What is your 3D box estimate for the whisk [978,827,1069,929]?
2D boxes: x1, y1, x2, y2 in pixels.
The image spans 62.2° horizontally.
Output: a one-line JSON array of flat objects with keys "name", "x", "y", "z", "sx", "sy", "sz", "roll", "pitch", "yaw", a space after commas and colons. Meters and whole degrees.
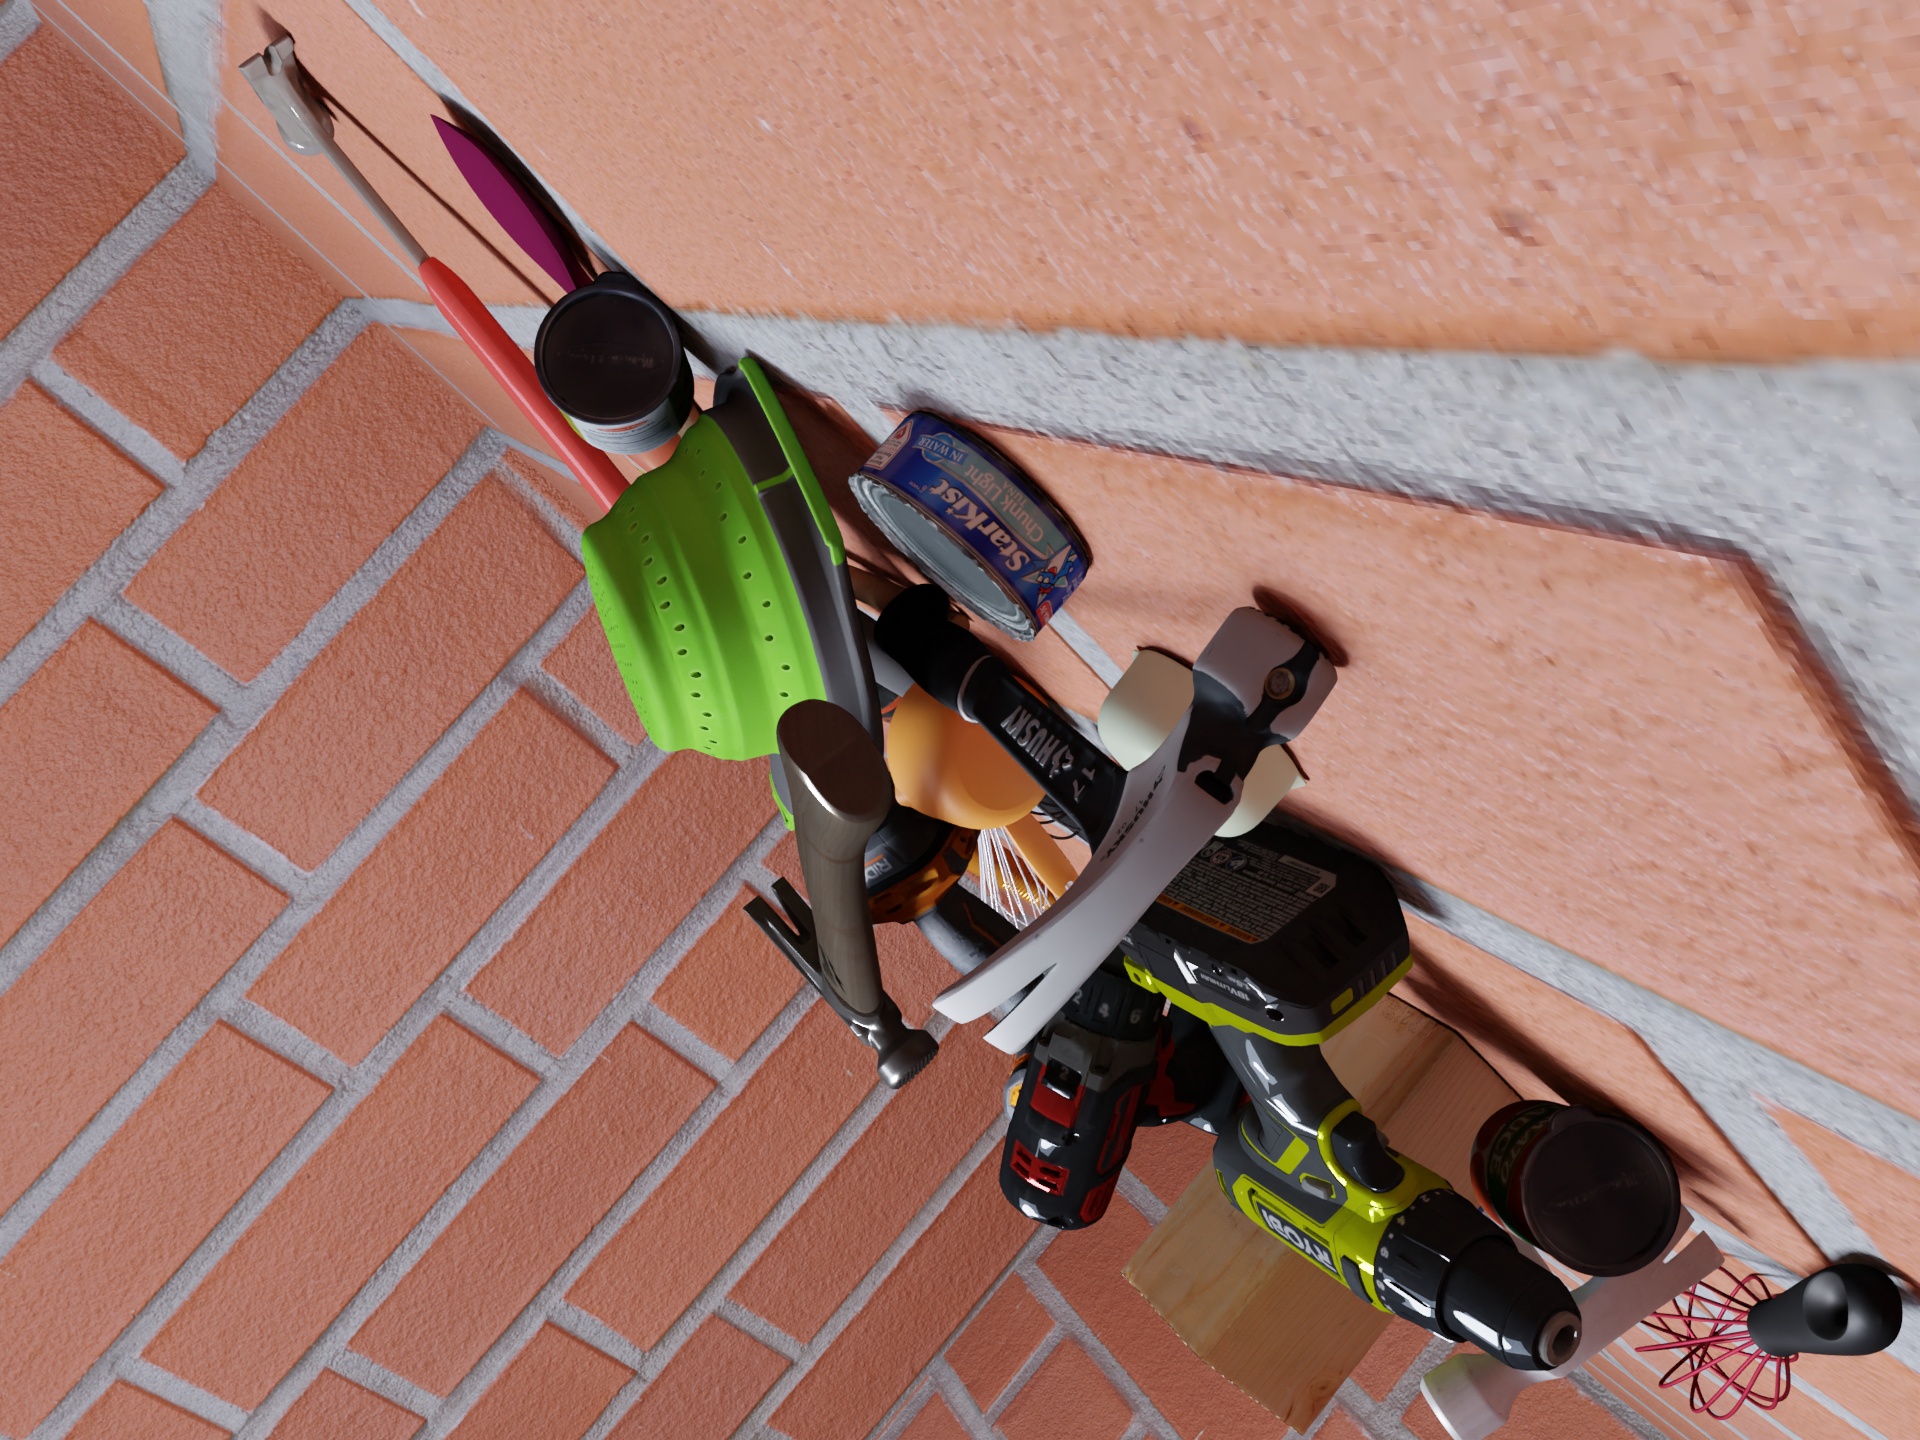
[{"name": "whisk", "x": 0.022, "y": 0.062, "z": 1.034, "sx": 0.070, "sy": 0.070, "sz": 0.284, "roll": 34, "pitch": 153, "yaw": 47}]

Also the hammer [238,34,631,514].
[{"name": "hammer", "x": -0.283, "y": -0.230, "z": 0.943, "sx": 0.359, "sy": 0.037, "sz": 0.149, "roll": 52, "pitch": 172, "yaw": -15}]

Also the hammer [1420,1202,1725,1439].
[{"name": "hammer", "x": 0.304, "y": 0.280, "z": 0.886, "sx": 0.035, "sy": 0.144, "sz": 0.405, "roll": 54, "pitch": -174, "yaw": 9}]

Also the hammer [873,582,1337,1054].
[{"name": "hammer", "x": 0.011, "y": -0.004, "z": 0.630, "sx": 0.036, "sy": 0.149, "sz": 0.409, "roll": 35, "pitch": -177, "yaw": -17}]

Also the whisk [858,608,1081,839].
[{"name": "whisk", "x": -0.002, "y": -0.002, "z": 0.904, "sx": 0.238, "sy": 0.055, "sz": 0.055, "roll": 37, "pitch": 177, "yaw": -30}]

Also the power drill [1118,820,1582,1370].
[{"name": "power drill", "x": 0.162, "y": 0.163, "z": 0.683, "sx": 0.191, "sy": 0.080, "sz": 0.228, "roll": 20, "pitch": 140, "yaw": 59}]

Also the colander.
[{"name": "colander", "x": -0.123, "y": -0.016, "z": 0.815, "sx": 0.396, "sy": 0.094, "sz": 0.205, "roll": 101, "pitch": 146, "yaw": -64}]

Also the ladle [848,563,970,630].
[{"name": "ladle", "x": -0.087, "y": -0.079, "z": 0.952, "sx": 0.078, "sy": 0.062, "sz": 0.320, "roll": 29, "pitch": 179, "yaw": -35}]

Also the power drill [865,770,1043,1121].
[{"name": "power drill", "x": 0.027, "y": 0.126, "z": 0.967, "sx": 0.226, "sy": 0.084, "sz": 0.164, "roll": 52, "pitch": -148, "yaw": -12}]

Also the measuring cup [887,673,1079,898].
[{"name": "measuring cup", "x": 0.034, "y": 0.046, "z": 0.872, "sx": 0.173, "sy": 0.095, "sz": 0.052, "roll": 53, "pitch": 160, "yaw": -24}]

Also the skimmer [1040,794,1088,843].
[{"name": "skimmer", "x": -0.036, "y": 0.010, "z": 1.102, "sx": 0.363, "sy": 0.090, "sz": 0.127, "roll": 36, "pitch": 143, "yaw": 22}]

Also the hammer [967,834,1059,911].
[{"name": "hammer", "x": 0.042, "y": 0.120, "z": 1.167, "sx": 0.336, "sy": 0.034, "sz": 0.127, "roll": 32, "pitch": -154, "yaw": -15}]

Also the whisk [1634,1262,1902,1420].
[{"name": "whisk", "x": 0.350, "y": 0.265, "z": 0.693, "sx": 0.073, "sy": 0.073, "sz": 0.295, "roll": 38, "pitch": 168, "yaw": 24}]

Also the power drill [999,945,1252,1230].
[{"name": "power drill", "x": 0.114, "y": 0.157, "z": 0.853, "sx": 0.080, "sy": 0.188, "sz": 0.226, "roll": 23, "pitch": -166, "yaw": 32}]

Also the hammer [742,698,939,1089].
[{"name": "hammer", "x": -0.067, "y": 0.080, "z": 0.782, "sx": 0.146, "sy": 0.038, "sz": 0.410, "roll": 46, "pitch": 162, "yaw": 16}]

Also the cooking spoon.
[{"name": "cooking spoon", "x": -0.175, "y": -0.197, "z": 0.819, "sx": 0.069, "sy": 0.017, "sz": 0.318, "roll": 39, "pitch": 173, "yaw": 26}]

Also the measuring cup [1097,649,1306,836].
[{"name": "measuring cup", "x": 0.091, "y": 0.023, "z": 0.641, "sx": 0.083, "sy": 0.038, "sz": 0.167, "roll": 39, "pitch": 173, "yaw": 15}]
